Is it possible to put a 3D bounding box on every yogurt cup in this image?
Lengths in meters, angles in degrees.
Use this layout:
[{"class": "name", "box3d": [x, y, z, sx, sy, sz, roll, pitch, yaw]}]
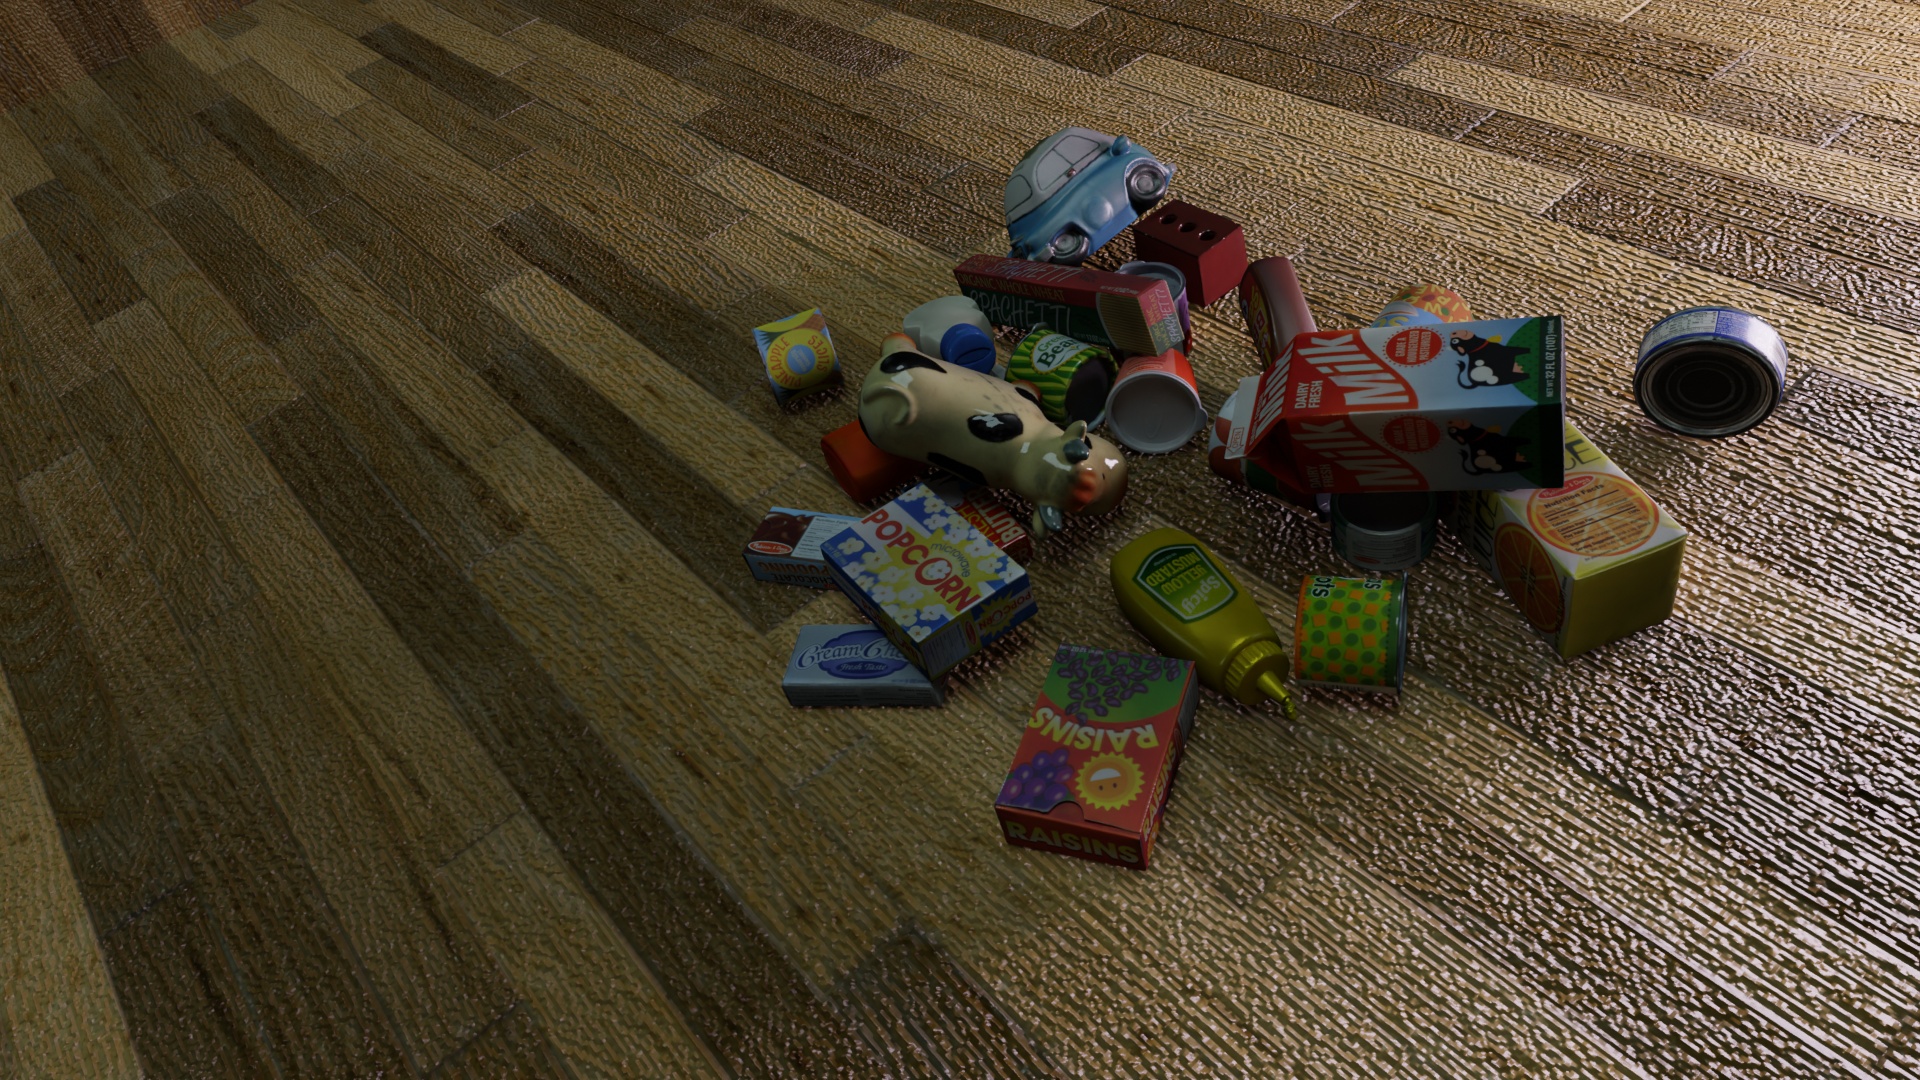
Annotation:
[{"class": "yogurt cup", "box3d": [0.140, -0.104, 1.000, 0.072, 0.072, 0.054, -3, 36, 14]}]

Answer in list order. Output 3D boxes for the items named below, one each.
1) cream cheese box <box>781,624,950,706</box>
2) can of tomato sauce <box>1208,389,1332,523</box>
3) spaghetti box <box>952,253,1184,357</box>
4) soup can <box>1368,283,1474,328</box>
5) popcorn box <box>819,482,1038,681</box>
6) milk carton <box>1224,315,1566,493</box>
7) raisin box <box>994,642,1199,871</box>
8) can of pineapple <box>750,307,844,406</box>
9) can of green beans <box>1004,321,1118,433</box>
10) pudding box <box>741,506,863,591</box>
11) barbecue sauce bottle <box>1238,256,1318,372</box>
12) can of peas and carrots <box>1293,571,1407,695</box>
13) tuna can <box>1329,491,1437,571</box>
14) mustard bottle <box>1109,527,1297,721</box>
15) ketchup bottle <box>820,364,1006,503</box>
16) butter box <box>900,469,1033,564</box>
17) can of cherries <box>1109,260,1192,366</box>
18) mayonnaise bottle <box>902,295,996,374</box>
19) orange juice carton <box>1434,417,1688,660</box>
[{"class": "cream cheese box", "box3d": [-0.059, 0.080, 0.891, 0.104, 0.024, 0.054, -1, 42, 15]}, {"class": "can of tomato sauce", "box3d": [0.217, -0.059, 0.928, 0.083, 0.070, 0.071, 25, 56, 36]}, {"class": "spaghetti box", "box3d": [0.075, -0.184, 1.067, 0.029, 0.050, 0.250, -35, 30, -20]}, {"class": "soup can", "box3d": [0.311, -0.133, 0.973, 0.071, 0.071, 0.084, 19, 52, 33]}, {"class": "popcorn box", "box3d": [-0.022, 0.023, 0.893, 0.085, 0.038, 0.127, -32, 44, -18]}, {"class": "milk carton", "box3d": [0.256, -0.078, 0.826, 0.190, 0.073, 0.073, 0, 51, 25]}, {"class": "raisin box", "box3d": [0.081, 0.121, 0.796, 0.086, 0.040, 0.124, 7, 48, 22]}, {"class": "can of pineapple", "box3d": [-0.131, -0.149, 1.125, 0.058, 0.070, 0.071, -20, 42, -5]}, {"class": "can of green beans", "box3d": [0.075, -0.118, 1.030, 0.058, 0.071, 0.071, 28, 58, 37]}, {"class": "pudding box", "box3d": [-0.105, 0.006, 0.981, 0.084, 0.030, 0.050, 7, 48, 23]}, {"class": "barbecue sauce bottle", "box3d": [0.240, -0.136, 1.007, 0.044, 0.064, 0.149, -8, 51, 0]}, {"class": "can of peas and carrots", "box3d": [0.226, 0.051, 0.802, 0.059, 0.070, 0.071, 3, 45, 20]}, {"class": "tuna can", "box3d": [0.270, -0.016, 0.889, 0.071, 0.032, 0.071, -8, 43, 8]}, {"class": "mustard bottle", "box3d": [0.153, 0.054, 0.837, 0.065, 0.048, 0.161, -30, 44, -12]}, {"class": "ketchup bottle", "box3d": [-0.027, -0.085, 1.043, 0.149, 0.043, 0.065, -29, 47, -14]}, {"class": "butter box", "box3d": [0.003, -0.012, 0.971, 0.053, 0.024, 0.104, -28, 43, -12]}, {"class": "can of cherries", "box3d": [0.144, -0.175, 1.076, 0.071, 0.058, 0.072, -9, 43, 9]}, {"class": "mayonnaise bottle", "box3d": [-0.005, -0.157, 1.079, 0.065, 0.041, 0.148, -20, 21, -3]}, {"class": "orange juice carton", "box3d": [0.346, -0.026, 0.847, 0.073, 0.071, 0.193, -20, 43, -4]}]
